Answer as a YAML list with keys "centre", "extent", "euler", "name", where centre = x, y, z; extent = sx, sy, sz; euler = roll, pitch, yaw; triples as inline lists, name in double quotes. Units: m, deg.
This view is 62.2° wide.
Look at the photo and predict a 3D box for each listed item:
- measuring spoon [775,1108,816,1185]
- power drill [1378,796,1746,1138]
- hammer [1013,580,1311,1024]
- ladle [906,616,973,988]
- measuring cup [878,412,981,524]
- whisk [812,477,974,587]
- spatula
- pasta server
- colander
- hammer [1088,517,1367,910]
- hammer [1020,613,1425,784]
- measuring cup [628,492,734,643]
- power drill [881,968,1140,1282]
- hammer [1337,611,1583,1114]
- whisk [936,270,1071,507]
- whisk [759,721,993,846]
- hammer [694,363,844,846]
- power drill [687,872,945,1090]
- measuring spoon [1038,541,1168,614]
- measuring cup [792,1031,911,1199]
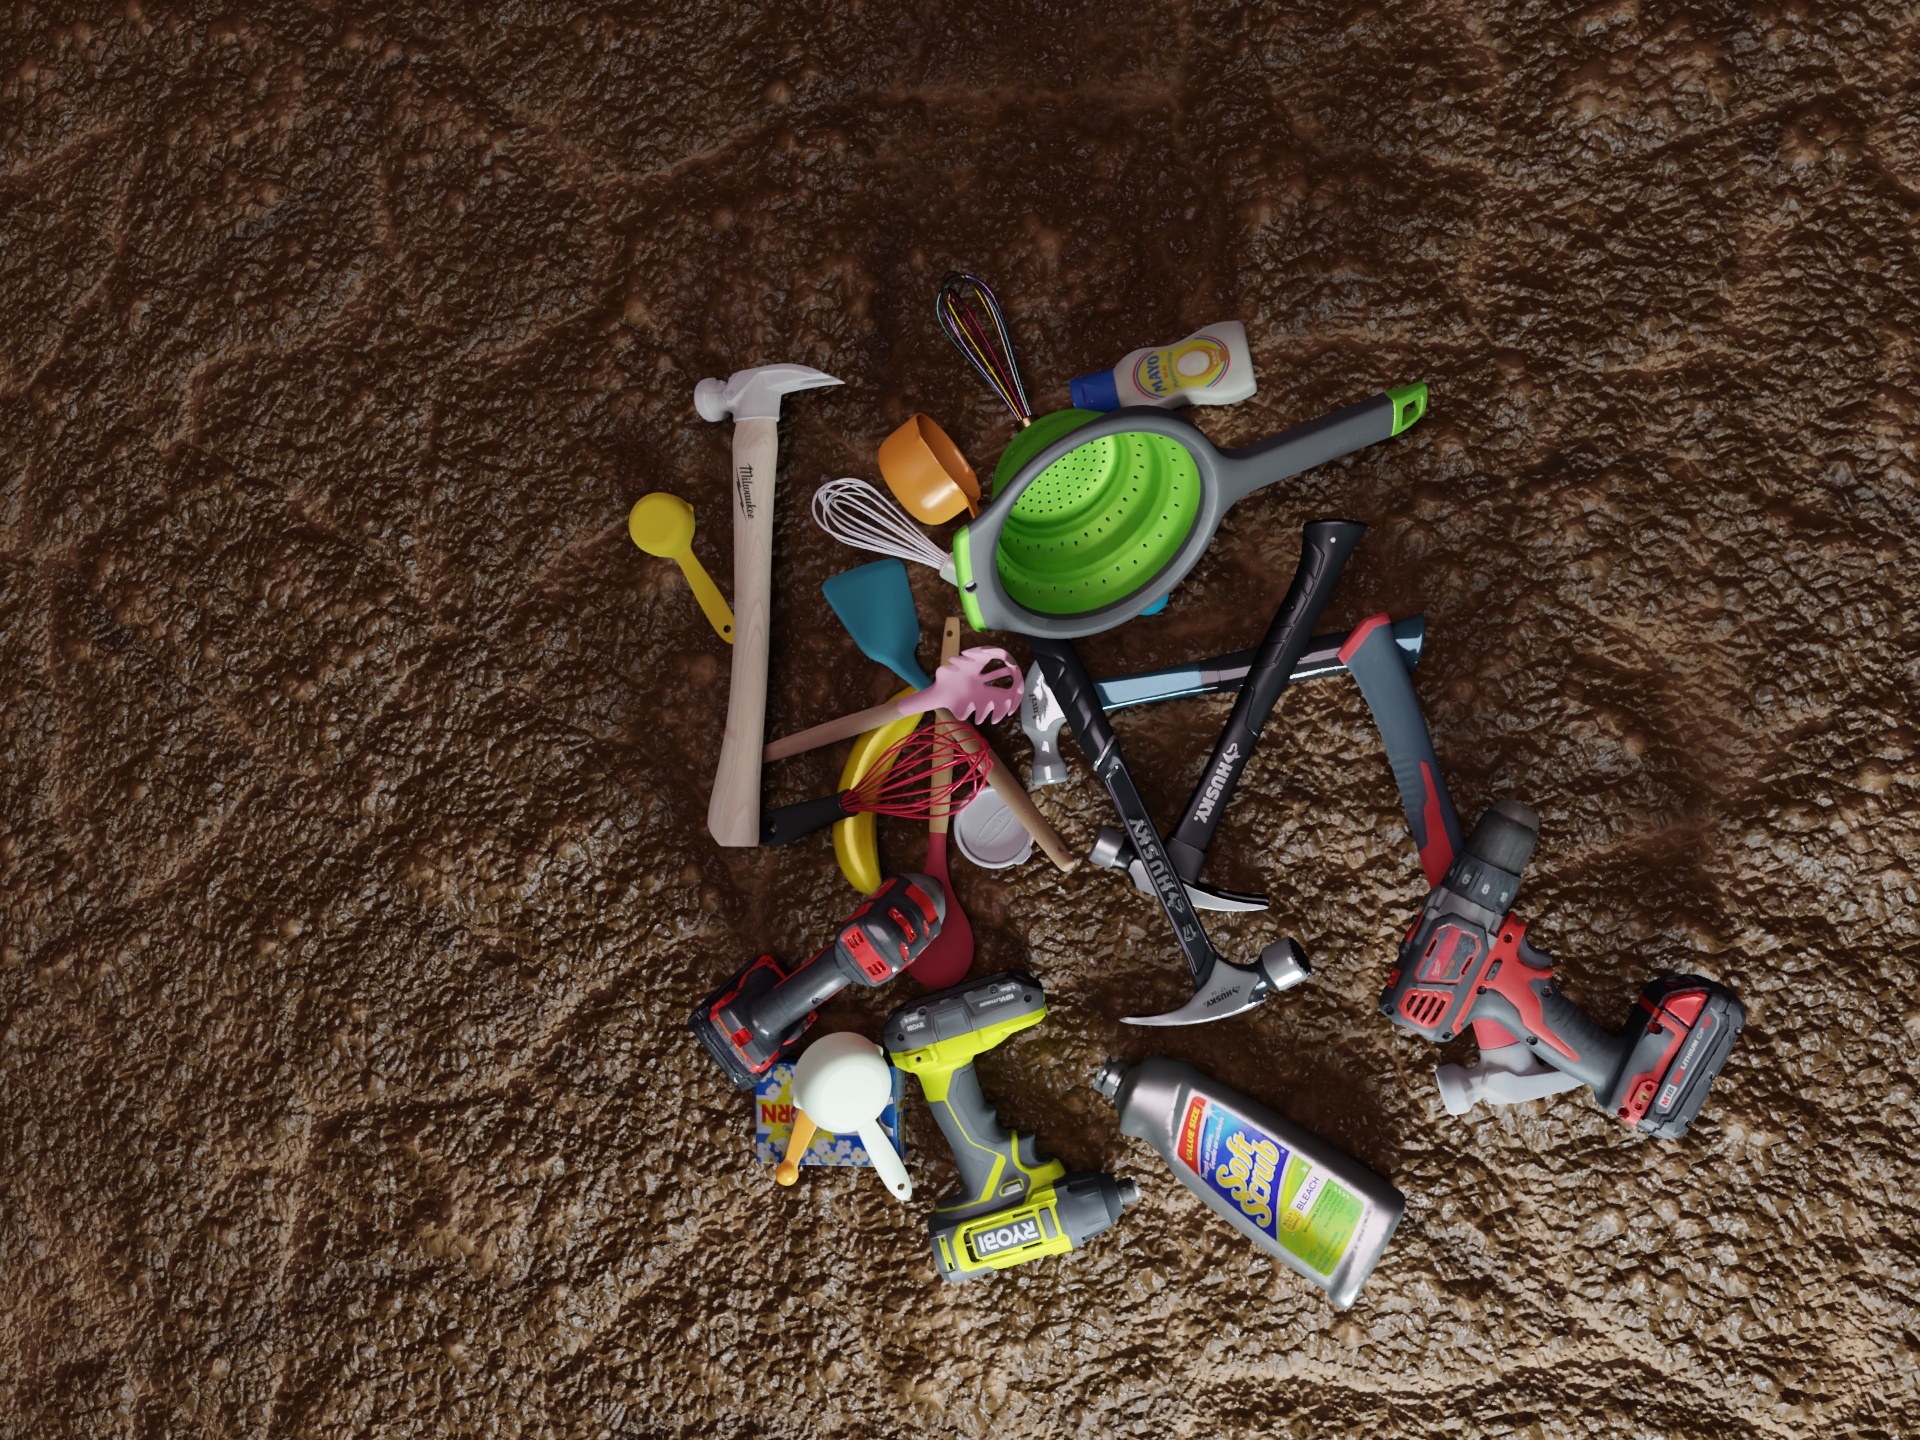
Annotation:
- centre: [-0.129, 0.333, 1.324]
  extent: [0.021, 0.011, 0.117]
  euler: [21, 92, 14]
  name: "measuring spoon"
- centre: [0.443, 0.179, 1.159]
  extent: [0.227, 0.080, 0.188]
  euler: [26, 95, 11]
  name: "power drill"
- centre: [0.119, 0.046, 1.253]
  extent: [0.149, 0.036, 0.409]
  euler: [-32, 72, 22]
  name: "hammer"
- centre: [-0.016, 0.069, 1.345]
  extent: [0.069, 0.031, 0.315]
  euler: [2, 86, 19]
  name: "ladle"
- centre: [-0.013, -0.172, 1.313]
  extent: [0.052, 0.095, 0.174]
  euler: [-32, 65, 19]
  name: "measuring cup"
- centre: [-0.018, -0.136, 1.347]
  extent: [0.246, 0.057, 0.059]
  euler: [30, 64, 9]
  name: "whisk"
- centre: [-0.002, -0.004, 1.300]
  extent: [0.082, 0.044, 0.318]
  euler: [-22, 61, -31]
  name: "spatula"
- centre: [-0.070, -0.001, 1.295]
  extent: [0.316, 0.040, 0.060]
  euler: [-18, 100, 37]
  name: "pasta server"
- centre: [0.165, -0.199, 1.224]
  extent: [0.397, 0.204, 0.095]
  euler: [-22, 49, -8]
  name: "colander"
- centre: [0.234, -0.005, 1.252]
  extent: [0.146, 0.035, 0.334]
  euler: [25, 102, 6]
  name: "hammer"
- centre: [0.210, -0.036, 1.291]
  extent: [0.331, 0.033, 0.128]
  euler: [-10, 86, 13]
  name: "hammer"
- centre: [-0.242, -0.134, 1.408]
  extent: [0.062, 0.029, 0.156]
  euler: [-34, 80, 10]
  name: "measuring cup"
- centre: [0.037, 0.323, 1.291]
  extent: [0.171, 0.080, 0.223]
  euler: [-17, 87, 2]
  name: "power drill"
- centre: [0.387, 0.100, 1.221]
  extent: [0.143, 0.038, 0.386]
  euler: [-17, 89, 11]
  name: "hammer"
- centre: [0.043, -0.272, 1.340]
  extent: [0.051, 0.047, 0.245]
  euler: [-27, 84, 10]
  name: "whisk"
- centre: [-0.077, 0.062, 1.287]
  extent: [0.296, 0.073, 0.073]
  euler: [-21, 81, 44]
  name: "whisk"
- centre: [-0.171, -0.098, 1.357]
  extent: [0.146, 0.038, 0.411]
  euler: [-1, 86, 35]
  name: "hammer"
- centre: [-0.105, 0.199, 1.289]
  extent: [0.219, 0.143, 0.078]
  euler: [-37, 92, 26]
  name: "power drill"
- centre: [0.112, -0.124, 1.319]
  extent: [0.129, 0.021, 0.042]
  euler: [29, 124, 17]
  name: "measuring spoon"
- centre: [-0.073, 0.327, 1.275]
  extent: [0.083, 0.038, 0.167]
  euler: [-31, 110, -13]
  name: "measuring cup"
